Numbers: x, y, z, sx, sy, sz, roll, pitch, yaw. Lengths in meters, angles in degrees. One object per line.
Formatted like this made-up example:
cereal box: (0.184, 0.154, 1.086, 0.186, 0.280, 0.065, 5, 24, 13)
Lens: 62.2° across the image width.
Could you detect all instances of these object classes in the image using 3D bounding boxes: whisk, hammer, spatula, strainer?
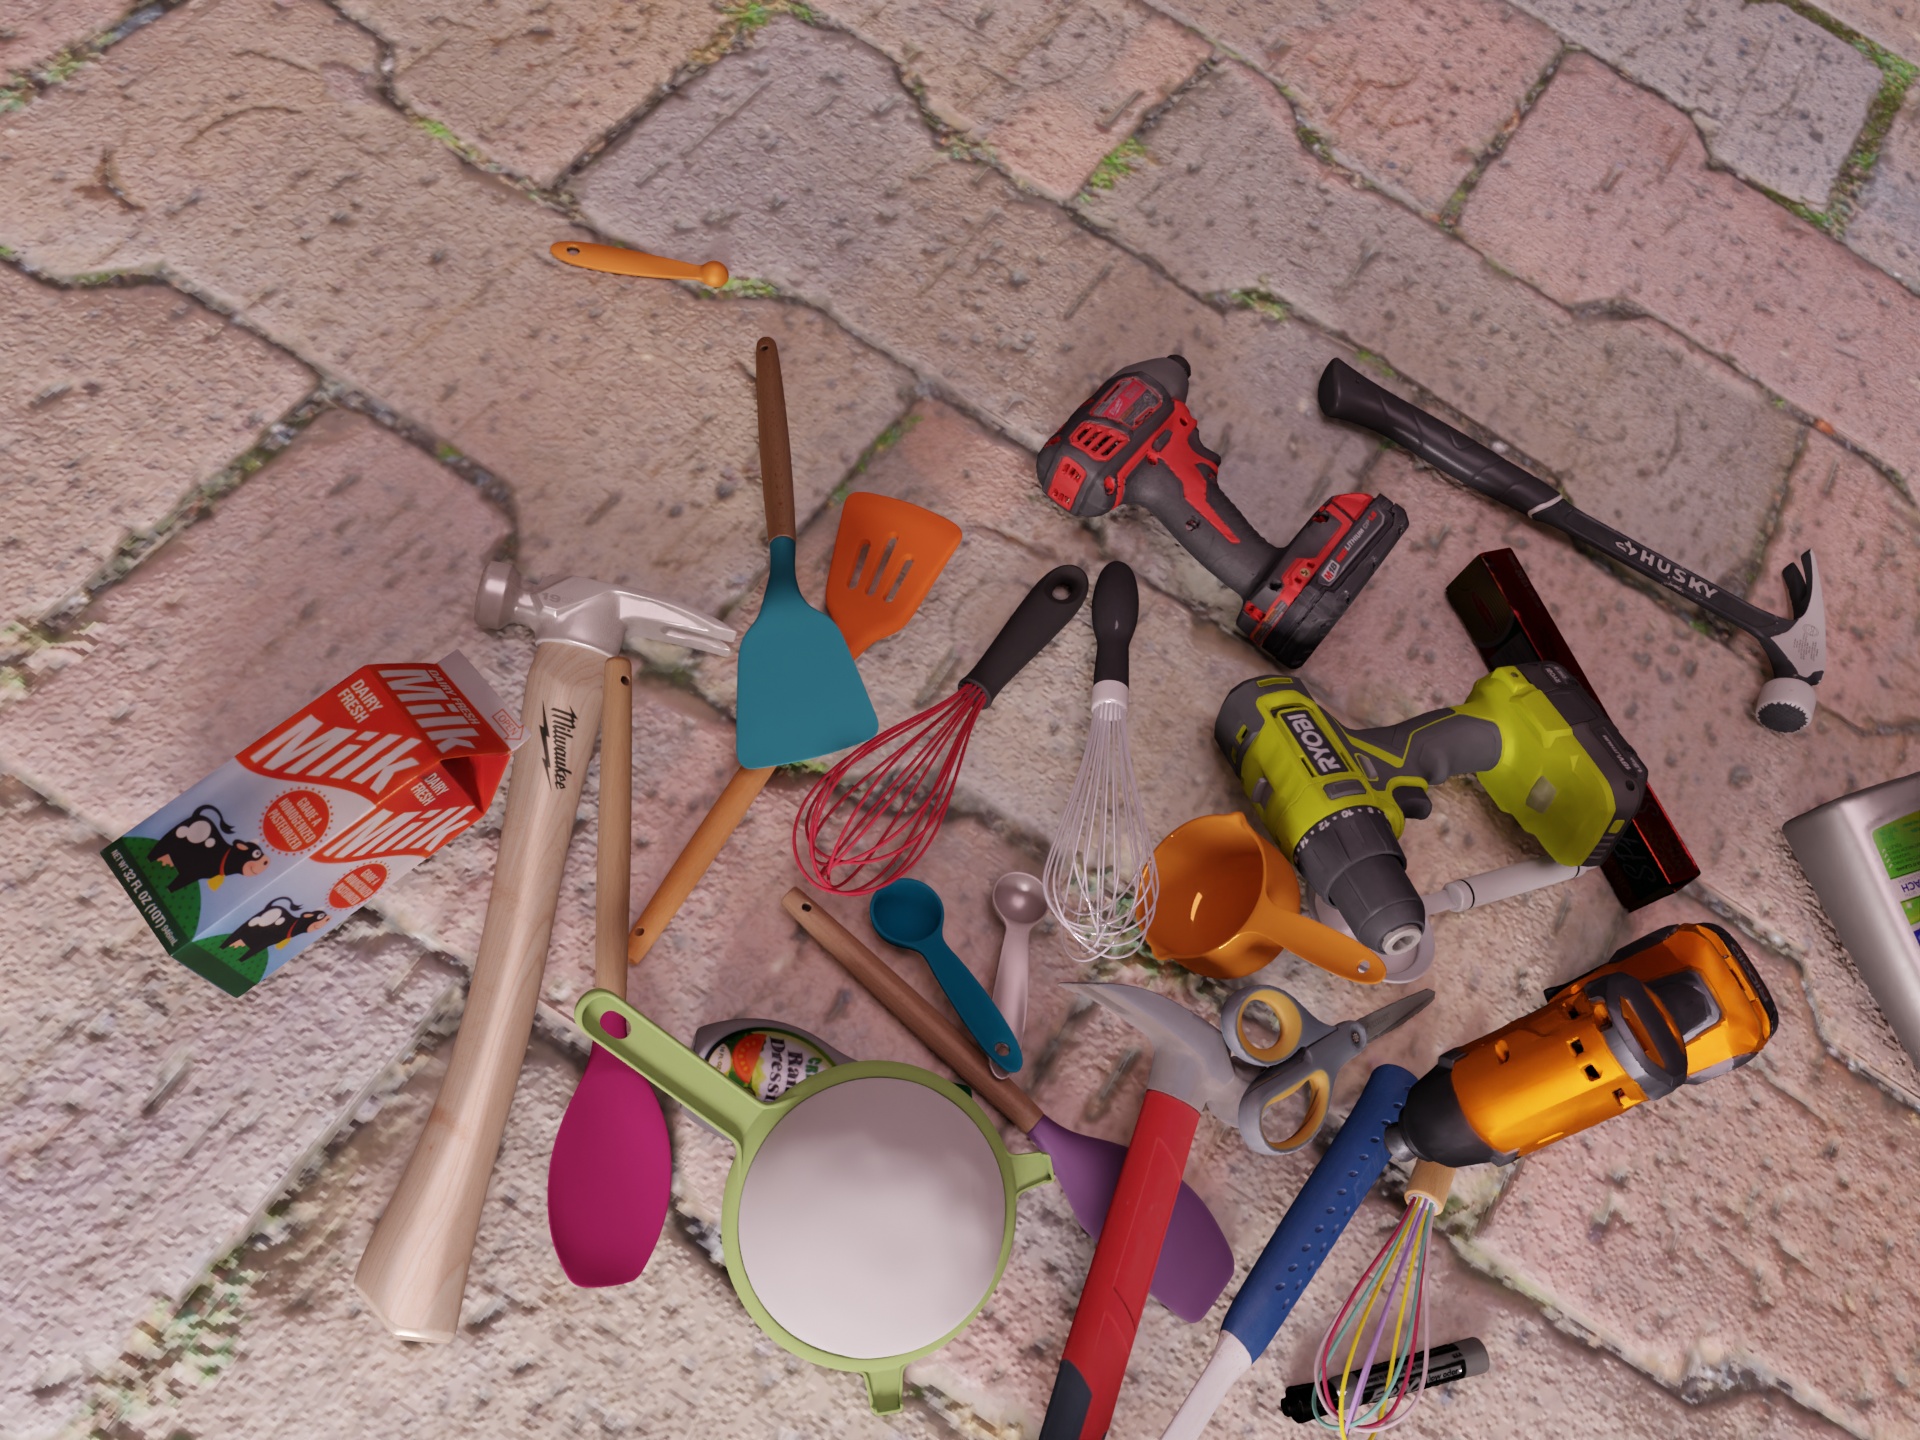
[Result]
whisk: (0.245, 0.282, 0.863, 0.047, 0.051, 0.245, 42, 51, -6)
hammer: (0.129, 0.314, 0.784, 0.405, 0.035, 0.144, -42, 117, -37)
spatula: (0.023, 0.199, 0.863, 0.316, 0.018, 0.060, 41, 62, 5)
spatula: (-0.104, 0.000, 0.914, 0.081, 0.041, 0.323, 21, 61, 18)
spatula: (-0.107, -0.117, 0.958, 0.082, 0.044, 0.318, -14, 53, 8)
whisk: (0.087, 0.015, 0.948, 0.070, 0.070, 0.285, 13, 54, -9)
strainer: (0.297, 0.111, 0.970, 0.258, 0.050, 0.087, -11, 56, -26)
hammer: (0.050, 0.320, 0.766, 0.143, 0.038, 0.386, 35, 63, -29)
hammer: (-0.222, 0.107, 0.832, 0.146, 0.038, 0.411, 12, 62, -11)
whisk: (-0.001, -0.003, 0.937, 0.073, 0.073, 0.296, 37, 54, 4)
strainer: (-0.078, 0.211, 0.762, 0.256, 0.069, 0.151, 39, 76, -8)
hammer: (0.438, -0.148, 1.139, 0.409, 0.036, 0.149, 30, 60, 1)

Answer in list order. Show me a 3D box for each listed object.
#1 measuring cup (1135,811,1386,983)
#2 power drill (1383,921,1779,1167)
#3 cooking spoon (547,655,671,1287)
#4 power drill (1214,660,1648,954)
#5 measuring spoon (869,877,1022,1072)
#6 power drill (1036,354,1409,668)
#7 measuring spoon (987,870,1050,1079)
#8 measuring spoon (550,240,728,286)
measuring cup: (0.174, 0.114, 0.874, 0.052, 0.174, 0.095, 35, 83, -40)
power drill: (0.337, 0.184, 0.869, 0.226, 0.164, 0.084, -3, 62, -48)
cooking spoon: (-0.178, 0.121, 0.813, 0.068, 0.017, 0.319, 11, 71, -40)
power drill: (0.287, 0.046, 0.955, 0.228, 0.080, 0.191, -7, 46, -19)
measuring spoon: (-0.007, 0.143, 0.873, 0.042, 0.021, 0.129, -24, 65, -28)
power drill: (0.172, -0.149, 1.045, 0.220, 0.078, 0.143, 37, 60, 8)
measuring spoon: (0.027, 0.143, 0.888, 0.034, 0.018, 0.124, 13, 58, -8)
measuring spoon: (-0.211, -0.304, 1.050, 0.117, 0.011, 0.021, 6, 63, -13)
